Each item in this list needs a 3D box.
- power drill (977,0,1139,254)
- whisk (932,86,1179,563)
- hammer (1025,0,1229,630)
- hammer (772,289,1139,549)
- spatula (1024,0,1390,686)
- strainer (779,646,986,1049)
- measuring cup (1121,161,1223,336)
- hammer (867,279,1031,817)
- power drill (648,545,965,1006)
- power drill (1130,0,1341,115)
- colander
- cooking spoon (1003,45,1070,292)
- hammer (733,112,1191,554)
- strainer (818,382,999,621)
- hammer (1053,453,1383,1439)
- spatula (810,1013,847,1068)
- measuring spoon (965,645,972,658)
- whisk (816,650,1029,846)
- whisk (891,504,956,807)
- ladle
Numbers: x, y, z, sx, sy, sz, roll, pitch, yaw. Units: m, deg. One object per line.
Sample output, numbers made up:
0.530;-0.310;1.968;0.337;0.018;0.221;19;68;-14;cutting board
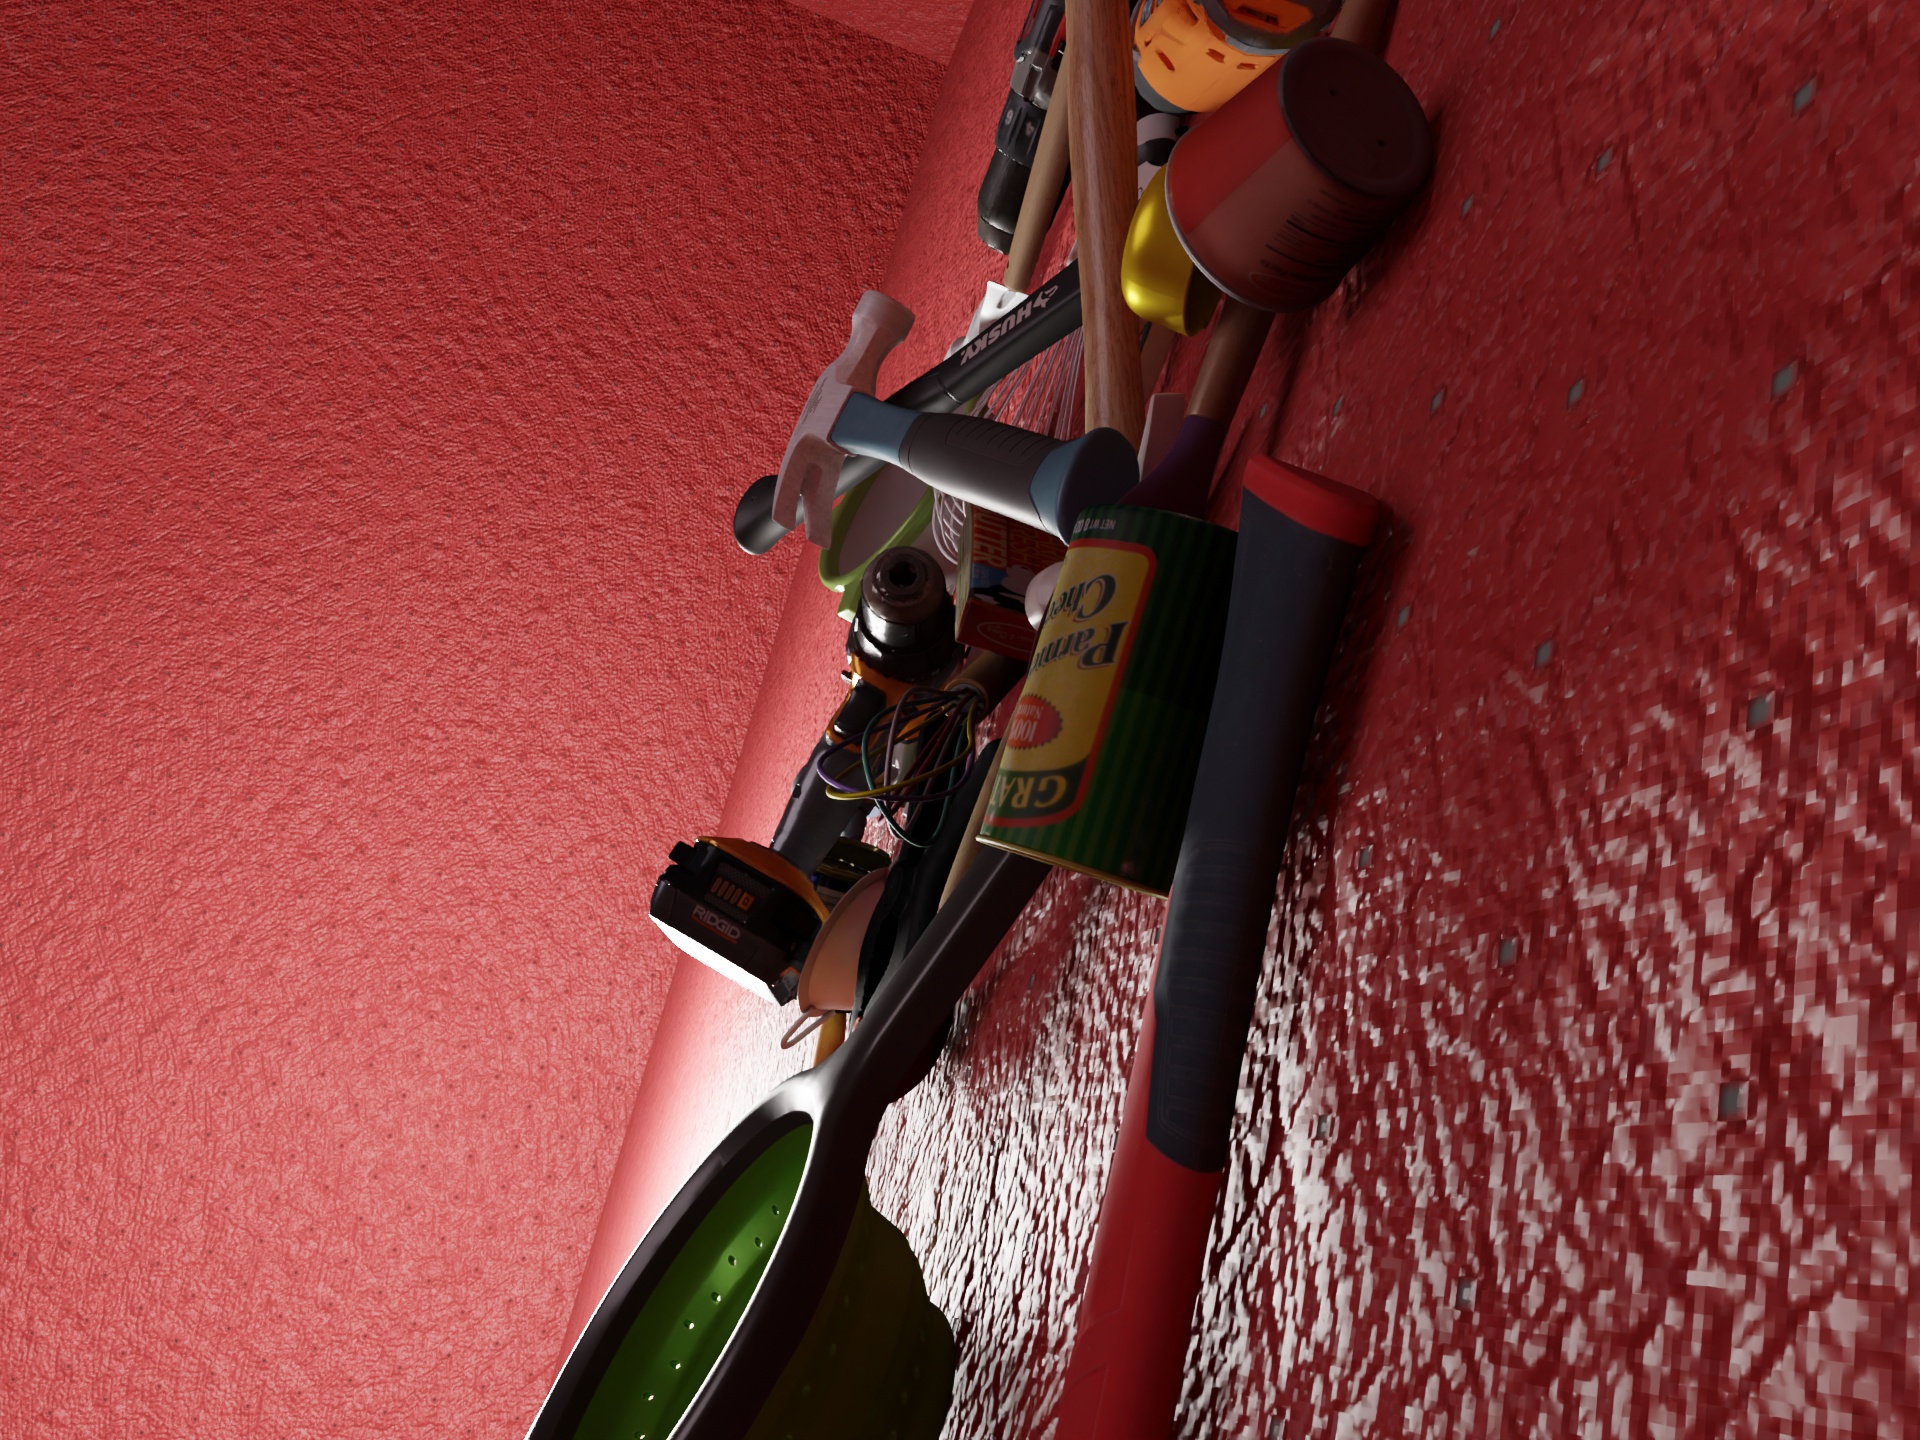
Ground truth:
0.066;-0.370;0.885;0.227;0.080;0.187;-75;8;-58;power drill
0.056;-0.212;0.833;0.070;0.070;0.284;-153;86;-79;whisk
0.058;-0.205;0.628;0.130;0.031;0.331;154;116;-69;hammer
-0.011;-0.119;0.685;0.128;0.033;0.331;-62;26;4;hammer
0.088;-0.121;0.525;0.018;0.059;0.316;10;75;53;spatula
-0.021;0.055;0.811;0.258;0.050;0.086;-68;-22;-7;strainer
0.095;-0.197;0.560;0.062;0.029;0.157;89;-155;-54;measuring cup
-0.022;-0.128;1.128;0.144;0.035;0.406;134;152;-67;hammer
-0.067;0.024;0.819;0.226;0.084;0.185;-59;-8;-16;power drill
0.126;-0.369;0.660;0.164;0.084;0.226;-143;68;-80;power drill
-0.020;0.164;0.547;0.397;0.094;0.204;-54;10;-3;colander
0.062;-0.324;0.720;0.318;0.017;0.069;110;158;-51;cooking spoon
-0.013;-0.162;0.810;0.335;0.035;0.146;-26;45;43;hammer
0.019;-0.163;0.925;0.256;0.069;0.152;-48;24;17;strainer
0.043;0.117;0.387;0.143;0.038;0.386;135;151;-71;hammer
-0.067;0.230;0.810;0.323;0.041;0.081;-89;19;-69;spatula
0.015;-0.060;0.858;0.021;0.011;0.117;-50;-3;-24;measuring spoon
0.001;-0.002;0.656;0.047;0.051;0.245;-42;1;20;whisk
-0.022;-0.058;0.984;0.057;0.059;0.247;-43;35;54;whisk
0.006;0.054;0.616;0.069;0.031;0.315;-27;-33;-46;ladle
